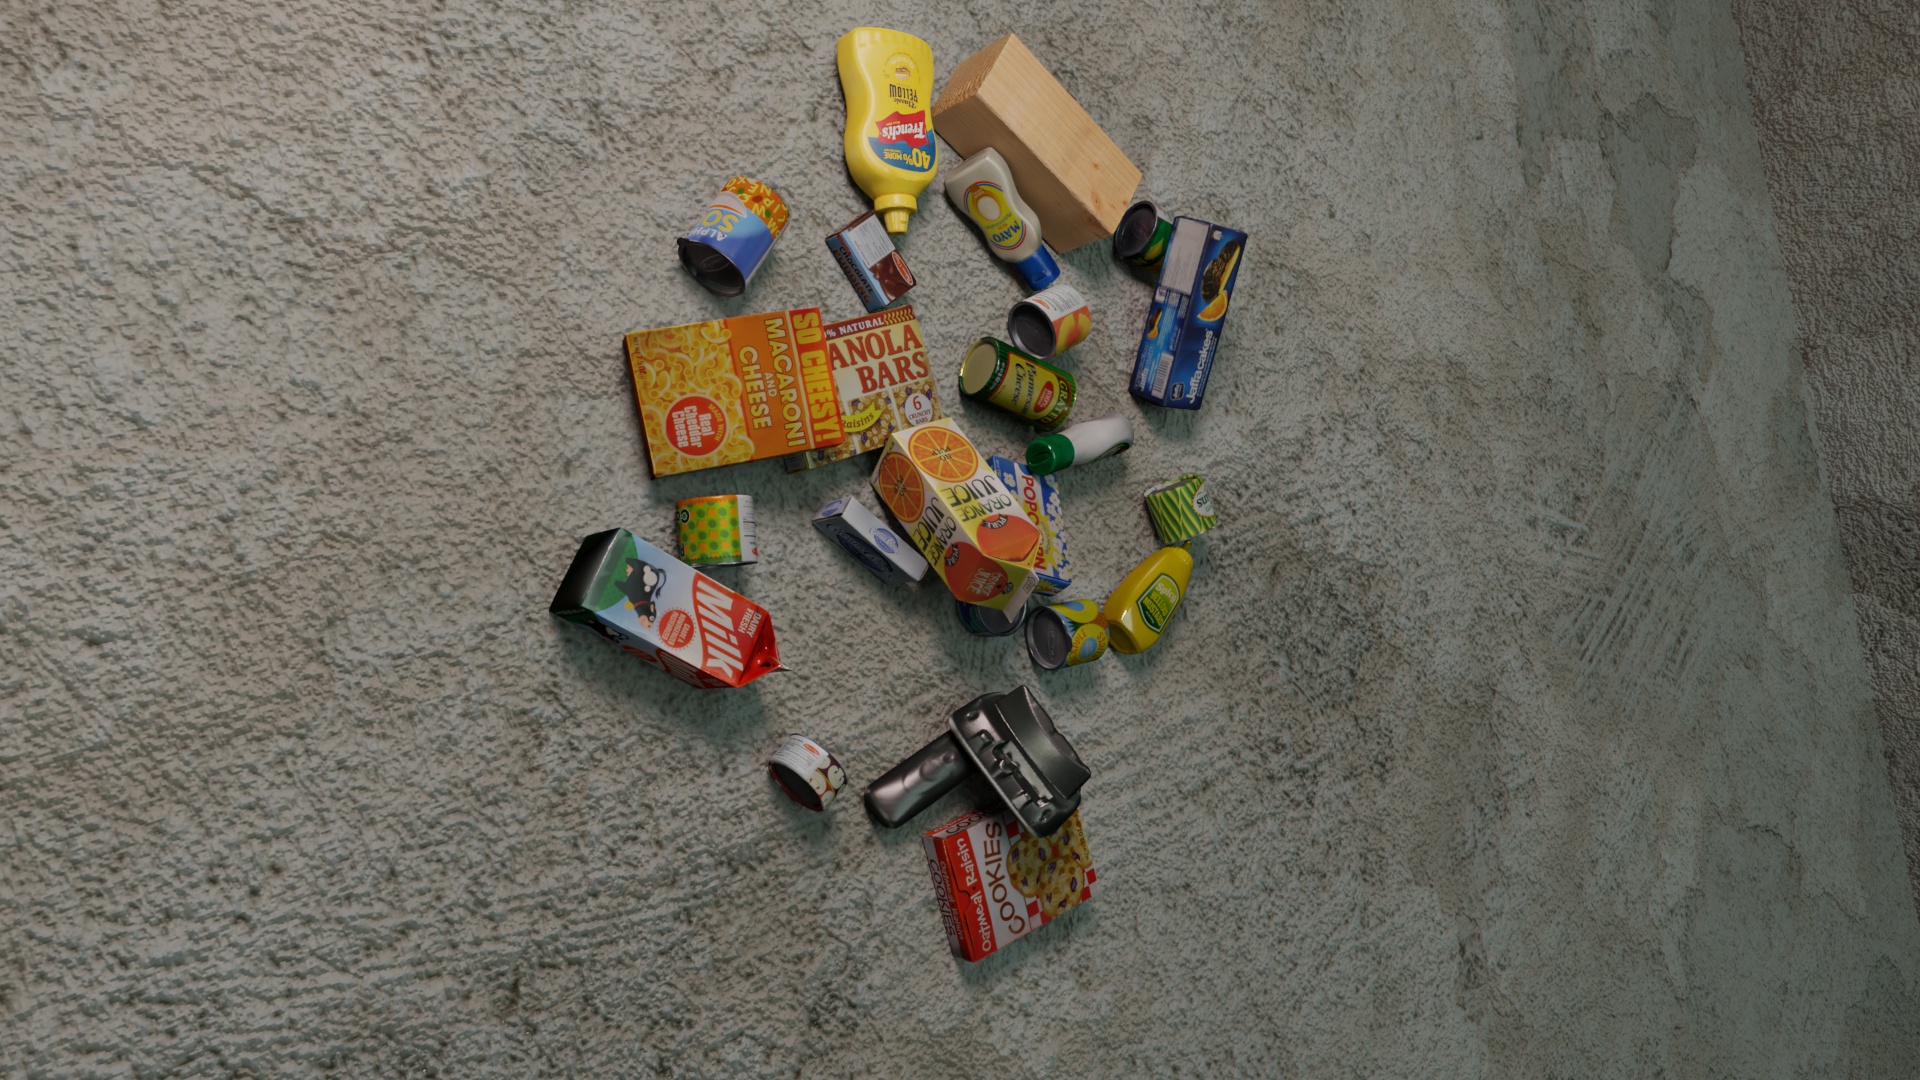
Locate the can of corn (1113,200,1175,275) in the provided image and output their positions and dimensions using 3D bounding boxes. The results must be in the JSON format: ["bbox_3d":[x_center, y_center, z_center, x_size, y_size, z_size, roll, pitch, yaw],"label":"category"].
[{"bbox_3d":[0.211,-0.331,1.534,0.058,0.071,0.071,20,73,-34],"label":"can of corn"}]

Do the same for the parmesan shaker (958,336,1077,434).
[{"bbox_3d":[0.056,-0.154,1.396,0.103,0.071,0.071,20,73,-33],"label":"parmesan shaker"}]

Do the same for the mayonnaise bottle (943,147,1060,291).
[{"bbox_3d":[0.048,-0.322,1.412,0.147,0.064,0.041,52,28,-23],"label":"mayonnaise bottle"}]

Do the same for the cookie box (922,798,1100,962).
[{"bbox_3d":[0.052,0.315,1.350,0.168,0.040,0.123,-18,95,-37],"label":"cookie box"}]

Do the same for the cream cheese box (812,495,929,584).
[{"bbox_3d":[-0.083,0.002,1.279,0.103,0.053,0.024,42,61,-26],"label":"cream cheese box"}]

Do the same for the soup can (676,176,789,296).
[{"bbox_3d":[-0.199,-0.268,1.216,0.071,0.071,0.084,41,62,-26],"label":"soup can"}]

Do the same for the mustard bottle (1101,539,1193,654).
[{"bbox_3d":[0.211,0.050,1.496,0.065,0.048,0.161,53,58,-22],"label":"mustard bottle"}]

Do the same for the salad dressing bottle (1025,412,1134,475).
[{"bbox_3d":[0.122,-0.098,1.427,0.148,0.064,0.044,-21,89,-49],"label":"salad dressing bottle"}]

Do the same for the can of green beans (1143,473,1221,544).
[{"bbox_3d":[0.241,-0.035,1.518,0.071,0.071,0.057,-27,101,-36],"label":"can of green beans"}]

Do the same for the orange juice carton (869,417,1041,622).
[{"bbox_3d":[0.005,-0.016,1.278,0.073,0.071,0.193,-20,63,-37],"label":"orange juice carton"}]

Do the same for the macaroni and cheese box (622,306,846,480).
[{"bbox_3d":[-0.193,-0.127,1.191,0.167,0.040,0.123,-12,92,-19],"label":"macaroni and cheese box"}]

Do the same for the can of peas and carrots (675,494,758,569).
[{"bbox_3d":[-0.210,-0.006,1.179,0.071,0.071,0.058,-3,86,-37],"label":"can of peas and carrots"}]

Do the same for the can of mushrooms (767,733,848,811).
[{"bbox_3d":[-0.133,0.204,1.211,0.033,0.071,0.071,-48,113,-30],"label":"can of mushrooms"}]

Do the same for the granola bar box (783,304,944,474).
[{"bbox_3d":[-0.101,-0.143,1.292,0.166,0.039,0.124,-21,97,-37],"label":"granola bar box"}]

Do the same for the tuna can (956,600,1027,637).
[{"bbox_3d":[0.030,0.060,1.370,0.071,0.032,0.071,5,82,-37],"label":"tuna can"}]

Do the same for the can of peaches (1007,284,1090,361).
[{"bbox_3d":[0.091,-0.222,1.431,0.058,0.071,0.071,-32,104,-35],"label":"can of peaches"}]

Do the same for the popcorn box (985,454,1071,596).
[{"bbox_3d":[0.060,-0.013,1.374,0.085,0.038,0.127,14,56,-34],"label":"popcorn box"}]

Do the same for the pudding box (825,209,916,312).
[{"bbox_3d":[-0.085,-0.266,1.324,0.050,0.030,0.083,-44,110,-33],"label":"pudding box"}]

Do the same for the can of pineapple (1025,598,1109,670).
[{"bbox_3d":[0.109,0.095,1.402,0.058,0.071,0.071,-8,90,-37],"label":"can of pineapple"}]

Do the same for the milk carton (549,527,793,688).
[{"bbox_3d":[-0.230,0.068,1.149,0.190,0.072,0.074,34,66,-29],"label":"milk carton"}]
